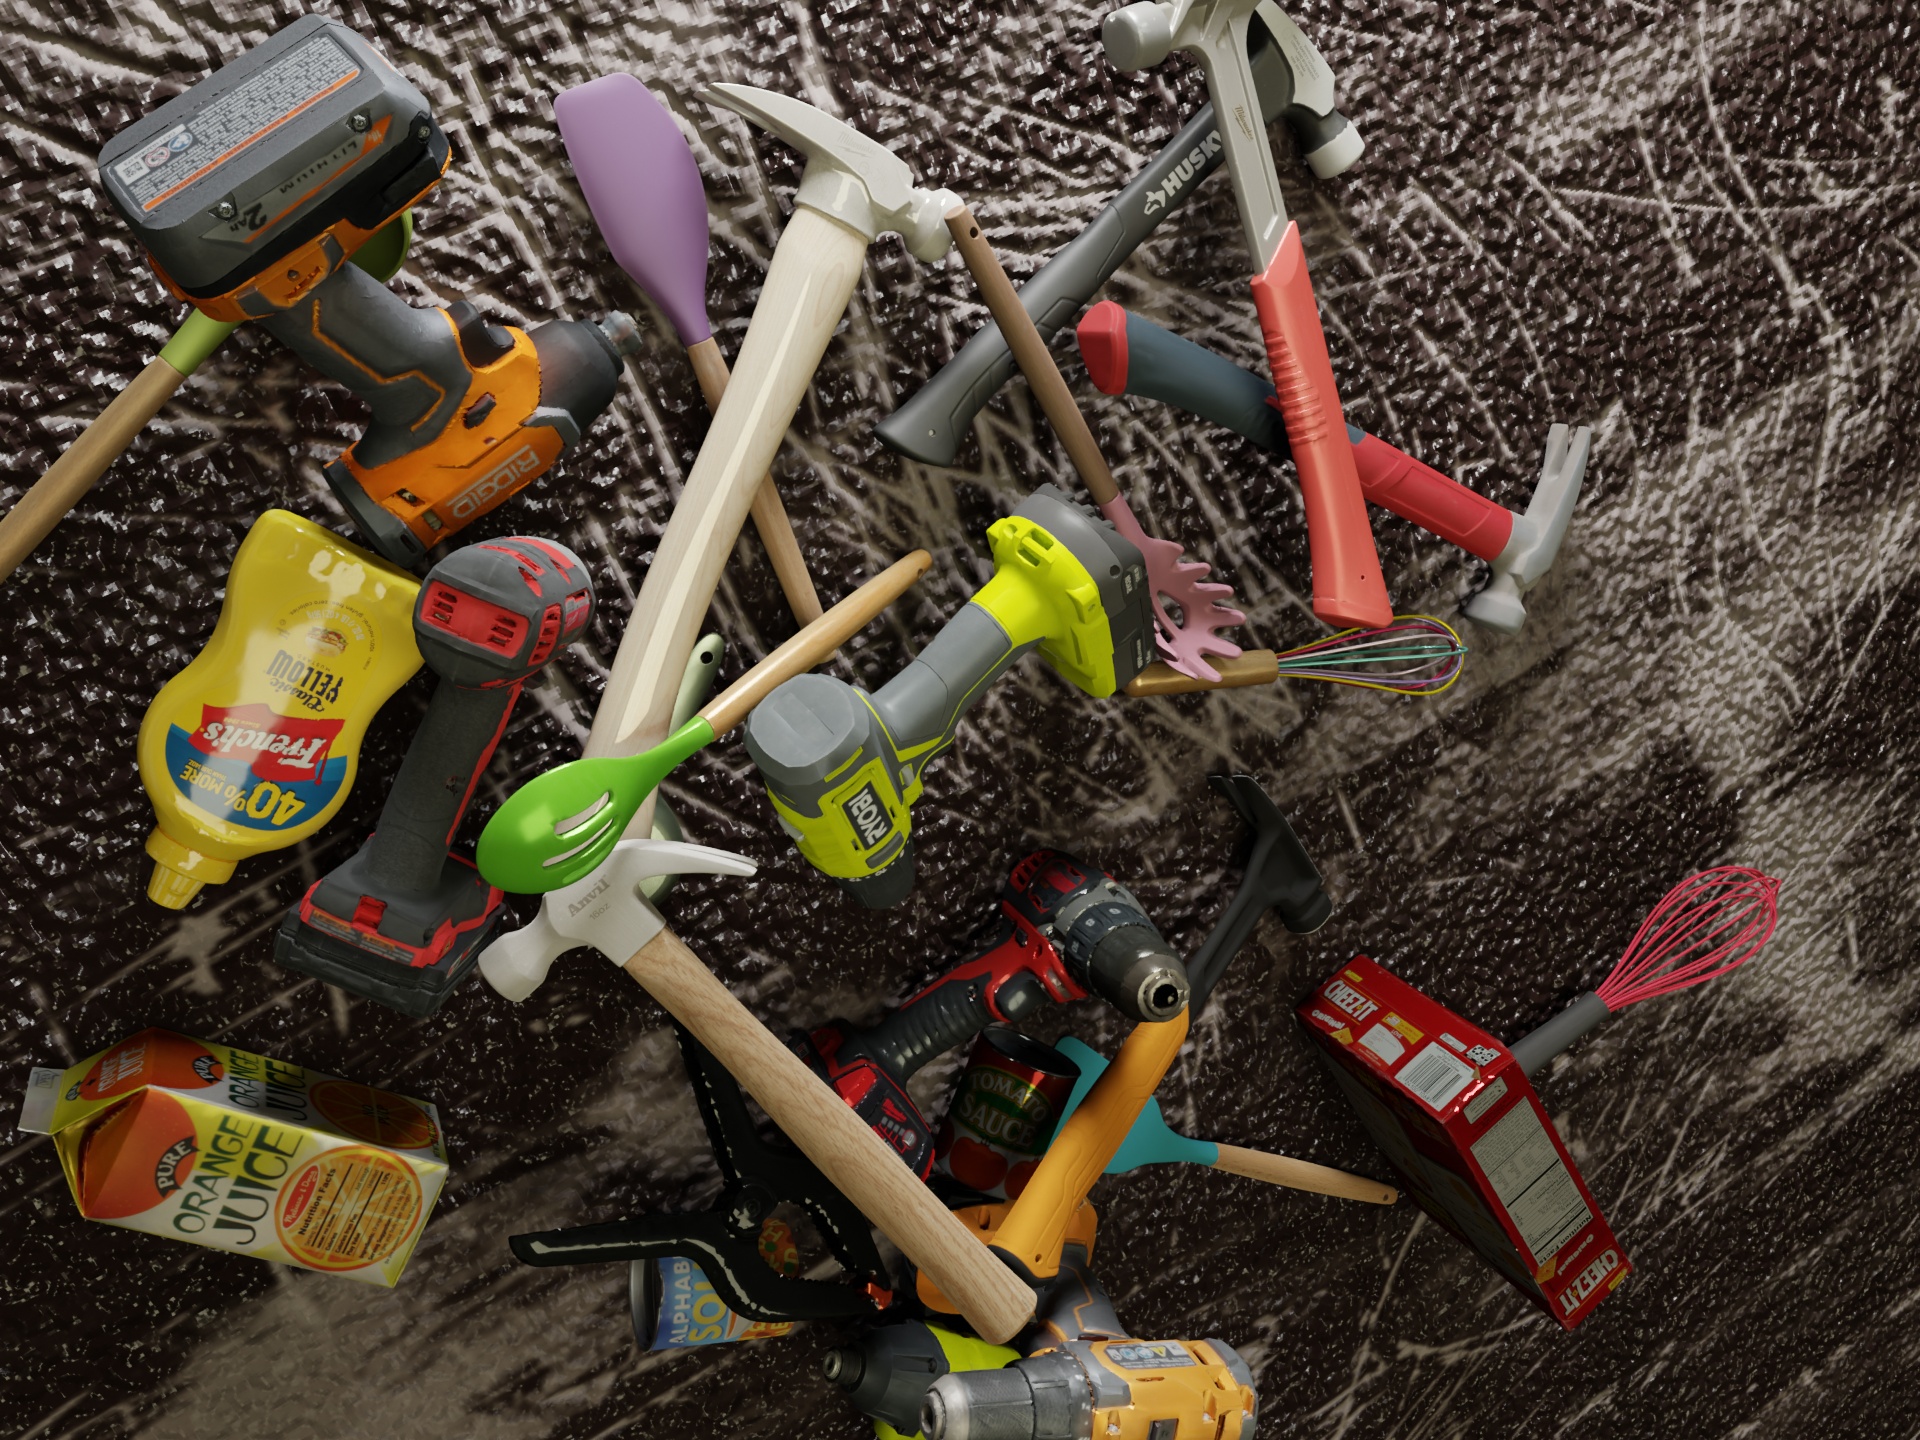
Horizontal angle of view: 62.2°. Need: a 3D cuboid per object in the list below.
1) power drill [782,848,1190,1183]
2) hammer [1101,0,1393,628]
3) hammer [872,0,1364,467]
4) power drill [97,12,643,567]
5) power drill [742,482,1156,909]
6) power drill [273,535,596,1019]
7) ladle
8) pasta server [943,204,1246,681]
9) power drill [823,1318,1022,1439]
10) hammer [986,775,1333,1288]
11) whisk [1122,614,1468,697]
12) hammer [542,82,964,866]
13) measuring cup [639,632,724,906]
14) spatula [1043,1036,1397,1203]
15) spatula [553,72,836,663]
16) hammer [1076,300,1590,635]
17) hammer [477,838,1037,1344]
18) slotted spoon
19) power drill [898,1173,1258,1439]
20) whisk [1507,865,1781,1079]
[{"bbox_3d":[0.015,0.171,0.882,0.226,0.188,0.080,-38,109,-7],"label":"power drill"},{"bbox_3d":[0.188,-0.223,0.876,0.149,0.037,0.359,-25,106,-26],"label":"hammer"},{"bbox_3d":[0.076,-0.267,0.881,0.335,0.035,0.146,-46,117,-7],"label":"hammer"},{"bbox_3d":[-0.237,-0.182,0.694,0.164,0.084,0.226,-38,151,-10],"label":"power drill"},{"bbox_3d":[-0.001,-0.003,0.866,0.228,0.080,0.190,-41,150,-13],"label":"power drill"},{"bbox_3d":[-0.237,0.016,0.757,0.078,0.143,0.219,23,101,-4],"label":"power drill"},{"bbox_3d":[-0.368,-0.136,0.709,0.320,0.062,0.078,-49,125,-3],"label":"ladle"},{"bbox_3d":[0.076,-0.145,0.882,0.060,0.040,0.316,-48,125,-22],"label":"pasta server"},{"bbox_3d":[-0.047,0.476,0.977,0.171,0.080,0.223,24,97,-31],"label":"power drill"},{"bbox_3d":[0.114,0.184,0.945,0.337,0.034,0.127,-50,118,-30],"label":"hammer"},{"bbox_3d":[0.215,-0.033,0.997,0.245,0.051,0.047,-6,111,-19],"label":"whisk"},{"bbox_3d":[-0.134,-0.108,0.802,0.146,0.038,0.410,22,89,-27],"label":"hammer"},{"bbox_3d":[-0.164,0.031,0.847,0.083,0.038,0.167,26,94,-27],"label":"measuring cup"},{"bbox_3d":[0.182,0.290,1.075,0.317,0.044,0.082,22,93,-31],"label":"spatula"},{"bbox_3d":[-0.124,-0.173,0.826,0.060,0.018,0.315,-27,111,-17],"label":"spatula"},{"bbox_3d":[0.233,-0.175,0.952,0.386,0.038,0.143,19,94,-32],"label":"hammer"},{"bbox_3d":[-0.079,0.191,0.801,0.130,0.031,0.331,-42,100,2],"label":"hammer"},{"bbox_3d":[-0.111,-0.011,0.797,0.314,0.031,0.070,-42,147,-39],"label":"slotted spoon"},{"bbox_3d":[0.036,0.344,0.908,0.185,0.226,0.084,7,100,-25],"label":"power drill"},{"bbox_3d":[0.482,0.197,1.163,0.296,0.073,0.073,-33,114,-7],"label":"whisk"}]
